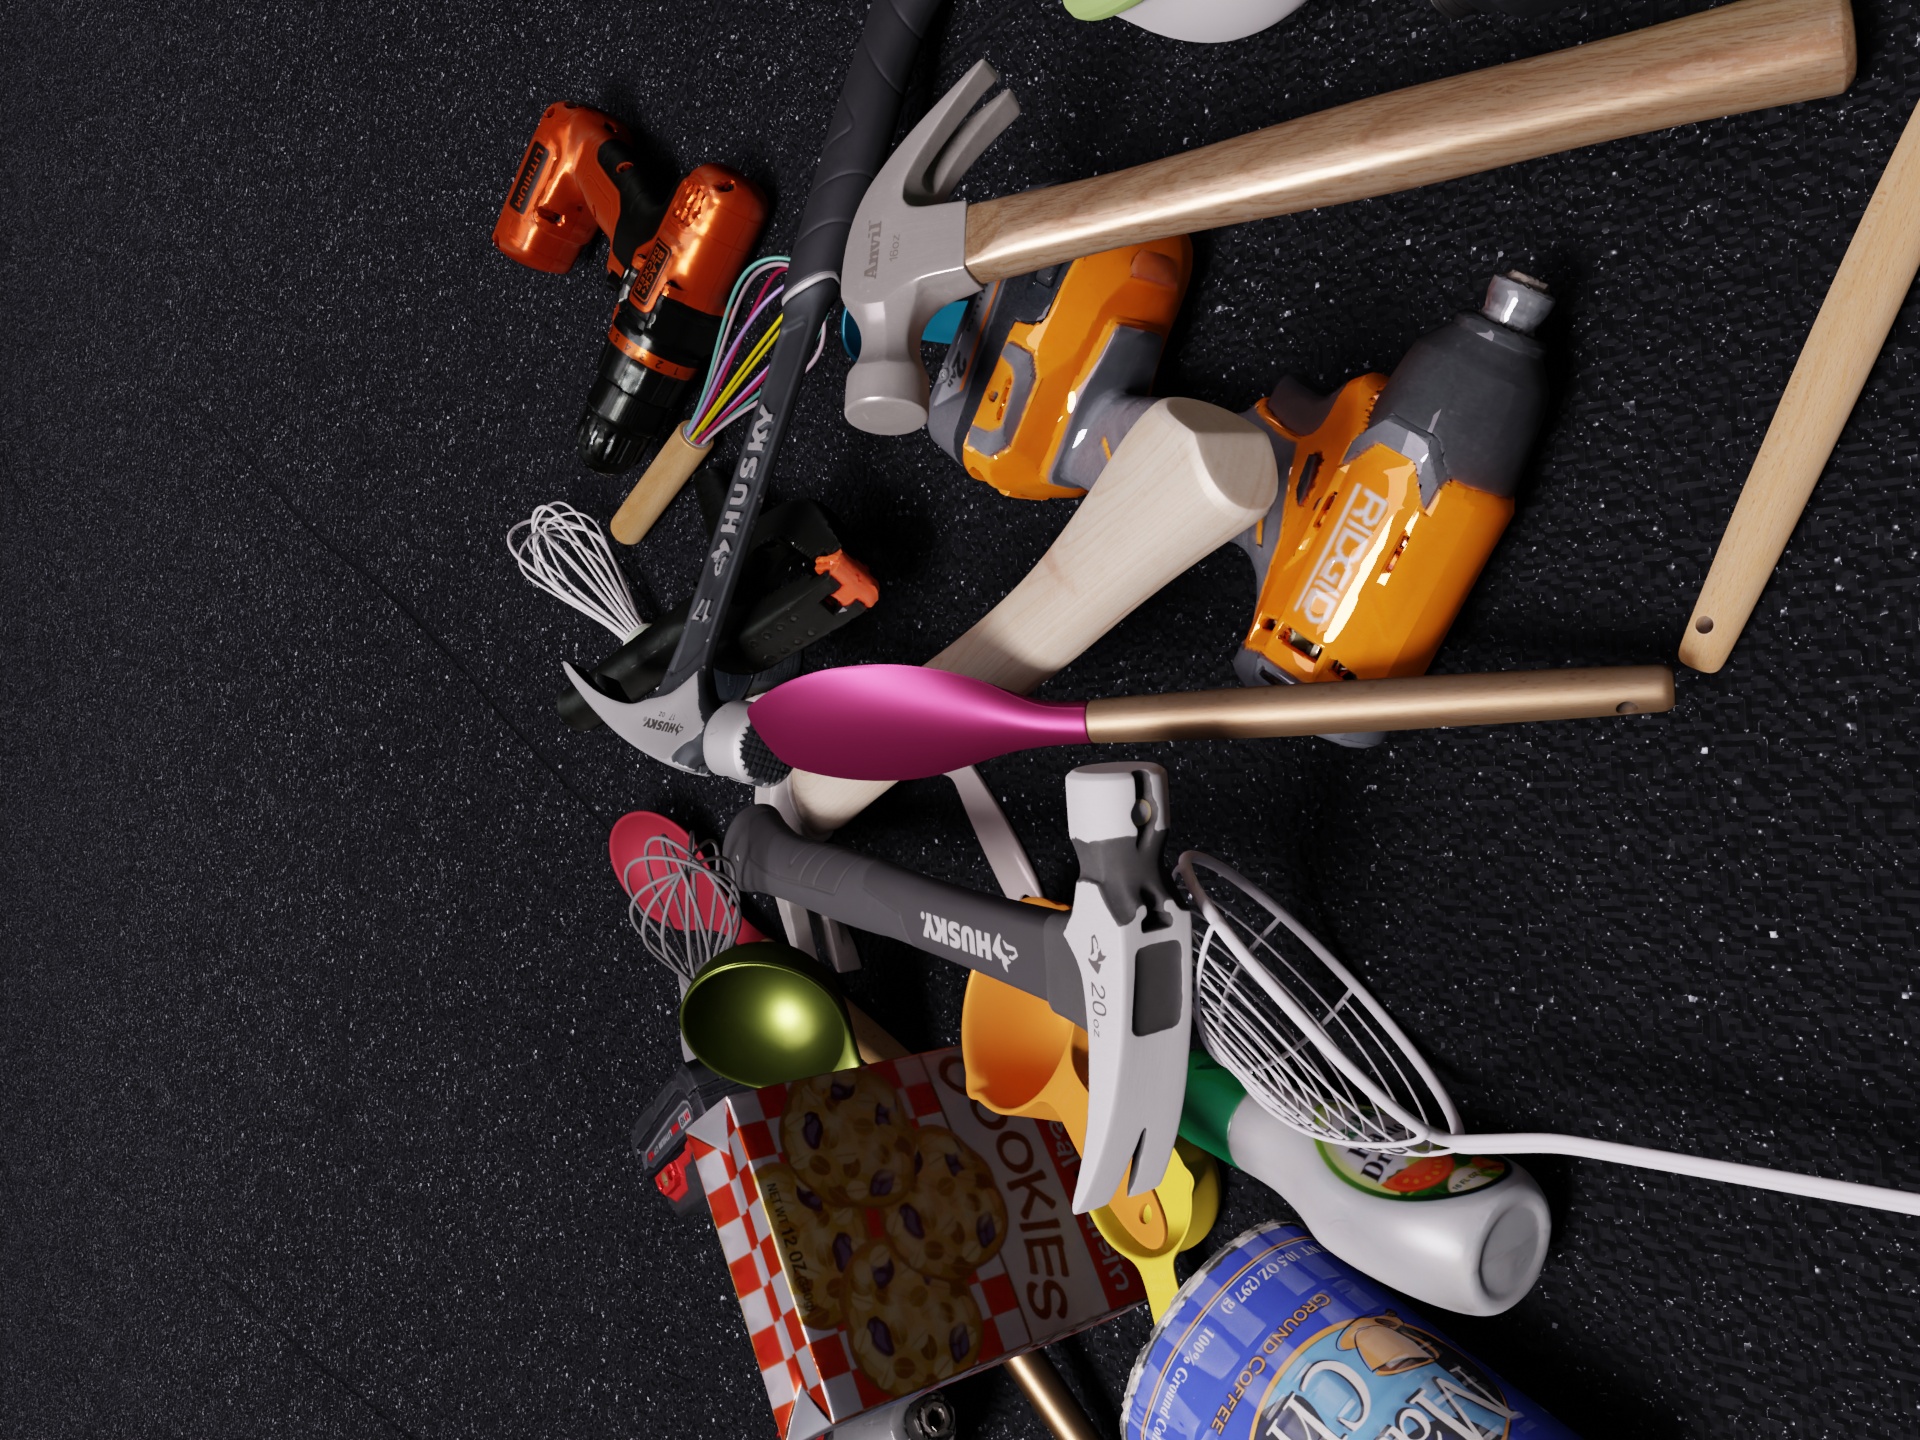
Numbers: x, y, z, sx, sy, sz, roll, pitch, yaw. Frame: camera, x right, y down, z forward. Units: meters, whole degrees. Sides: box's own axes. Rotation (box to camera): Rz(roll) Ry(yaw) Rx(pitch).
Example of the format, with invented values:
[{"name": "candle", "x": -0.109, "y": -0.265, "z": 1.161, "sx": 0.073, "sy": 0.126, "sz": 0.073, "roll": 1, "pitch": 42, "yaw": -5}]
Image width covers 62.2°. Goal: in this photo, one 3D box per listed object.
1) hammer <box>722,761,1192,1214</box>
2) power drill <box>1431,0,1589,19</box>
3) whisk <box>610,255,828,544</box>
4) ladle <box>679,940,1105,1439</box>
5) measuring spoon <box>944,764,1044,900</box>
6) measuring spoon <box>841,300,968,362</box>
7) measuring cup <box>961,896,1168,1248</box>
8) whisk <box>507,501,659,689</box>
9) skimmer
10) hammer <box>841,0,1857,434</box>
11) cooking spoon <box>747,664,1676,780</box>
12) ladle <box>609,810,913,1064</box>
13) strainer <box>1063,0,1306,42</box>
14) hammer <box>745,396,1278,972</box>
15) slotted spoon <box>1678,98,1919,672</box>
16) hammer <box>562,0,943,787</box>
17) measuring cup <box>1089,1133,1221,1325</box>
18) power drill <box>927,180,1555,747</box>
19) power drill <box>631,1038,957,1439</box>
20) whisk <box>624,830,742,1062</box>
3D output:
[{"name": "hammer", "x": -0.021, "y": 0.079, "z": 0.633, "sx": 0.335, "sy": 0.035, "sz": 0.146, "roll": 6, "pitch": 102, "yaw": 60}, {"name": "power drill", "x": 0.198, "y": -0.342, "z": 0.480, "sx": 0.171, "sy": 0.080, "sz": 0.223, "roll": -13, "pitch": 83, "yaw": 59}, {"name": "whisk", "x": -0.136, "y": -0.165, "z": 0.857, "sx": 0.245, "sy": 0.051, "sz": 0.047, "roll": -40, "pitch": 43, "yaw": 44}, {"name": "ladle", "x": -0.014, "y": 0.228, "z": 0.684, "sx": 0.320, "sy": 0.062, "sz": 0.078, "roll": 52, "pitch": 120, "yaw": 18}, {"name": "measuring spoon", "x": 0.007, "y": 0.044, "z": 0.727, "sx": 0.034, "sy": 0.018, "sz": 0.124, "roll": -48, "pitch": 58, "yaw": 35}, {"name": "measuring spoon", "x": -0.002, "y": -0.184, "z": 0.744, "sx": 0.129, "sy": 0.021, "sz": 0.042, "roll": 12, "pitch": 99, "yaw": 37}, {"name": "measuring cup", "x": 0.058, "y": 0.140, "z": 0.615, "sx": 0.095, "sy": 0.052, "sz": 0.174, "roll": -64, "pitch": 30, "yaw": 19}, {"name": "whisk", "x": -0.188, "y": -0.050, "z": 0.915, "sx": 0.247, "sy": 0.059, "sz": 0.057, "roll": 44, "pitch": 132, "yaw": 32}, {"name": "skimmer", "x": 0.225, "y": 0.099, "z": 0.454, "sx": 0.363, "sy": 0.127, "sz": 0.090, "roll": 3, "pitch": 74, "yaw": 36}, {"name": "hammer", "x": 0.108, "y": -0.186, "z": 0.530, "sx": 0.331, "sy": 0.031, "sz": 0.130, "roll": -6, "pitch": 72, "yaw": 26}, {"name": "cooking spoon", "x": 0.069, "y": -0.001, "z": 0.541, "sx": 0.319, "sy": 0.068, "sz": 0.017, "roll": -4, "pitch": 51, "yaw": 24}, {"name": "ladle", "x": -0.088, "y": 0.131, "z": 0.821, "sx": 0.316, "sy": 0.031, "sz": 0.069, "roll": 31, "pitch": 125, "yaw": 40}, {"name": "strainer", "x": 0.116, "y": -0.269, "z": 0.530, "sx": 0.151, "sy": 0.069, "sz": 0.257, "roll": -46, "pitch": 29, "yaw": 22}, {"name": "hammer", "x": -0.001, "y": -0.002, "z": 0.648, "sx": 0.410, "sy": 0.038, "sz": 0.146, "roll": -37, "pitch": 64, "yaw": 58}, {"name": "slotted spoon", "x": 0.269, "y": -0.159, "z": 0.444, "sx": 0.070, "sy": 0.031, "sz": 0.313, "roll": 38, "pitch": 119, "yaw": 47}, {"name": "hammer", "x": -0.076, "y": -0.176, "z": 0.727, "sx": 0.149, "sy": 0.036, "sz": 0.409, "roll": 11, "pitch": 81, "yaw": 44}, {"name": "measuring cup", "x": 0.092, "y": 0.233, "z": 0.631, "sx": 0.062, "sy": 0.029, "sz": 0.157, "roll": -28, "pitch": 72, "yaw": 43}, {"name": "power drill", "x": 0.102, "y": -0.116, "z": 0.585, "sx": 0.227, "sy": 0.084, "sz": 0.164, "roll": 41, "pitch": 118, "yaw": 34}, {"name": "power drill", "x": -0.073, "y": 0.267, "z": 0.759, "sx": 0.143, "sy": 0.078, "sz": 0.220, "roll": -51, "pitch": 59, "yaw": 48}, {"name": "whisk", "x": -0.132, "y": 0.128, "z": 0.791, "sx": 0.055, "sy": 0.055, "sz": 0.238, "roll": 57, "pitch": 157, "yaw": 30}]
